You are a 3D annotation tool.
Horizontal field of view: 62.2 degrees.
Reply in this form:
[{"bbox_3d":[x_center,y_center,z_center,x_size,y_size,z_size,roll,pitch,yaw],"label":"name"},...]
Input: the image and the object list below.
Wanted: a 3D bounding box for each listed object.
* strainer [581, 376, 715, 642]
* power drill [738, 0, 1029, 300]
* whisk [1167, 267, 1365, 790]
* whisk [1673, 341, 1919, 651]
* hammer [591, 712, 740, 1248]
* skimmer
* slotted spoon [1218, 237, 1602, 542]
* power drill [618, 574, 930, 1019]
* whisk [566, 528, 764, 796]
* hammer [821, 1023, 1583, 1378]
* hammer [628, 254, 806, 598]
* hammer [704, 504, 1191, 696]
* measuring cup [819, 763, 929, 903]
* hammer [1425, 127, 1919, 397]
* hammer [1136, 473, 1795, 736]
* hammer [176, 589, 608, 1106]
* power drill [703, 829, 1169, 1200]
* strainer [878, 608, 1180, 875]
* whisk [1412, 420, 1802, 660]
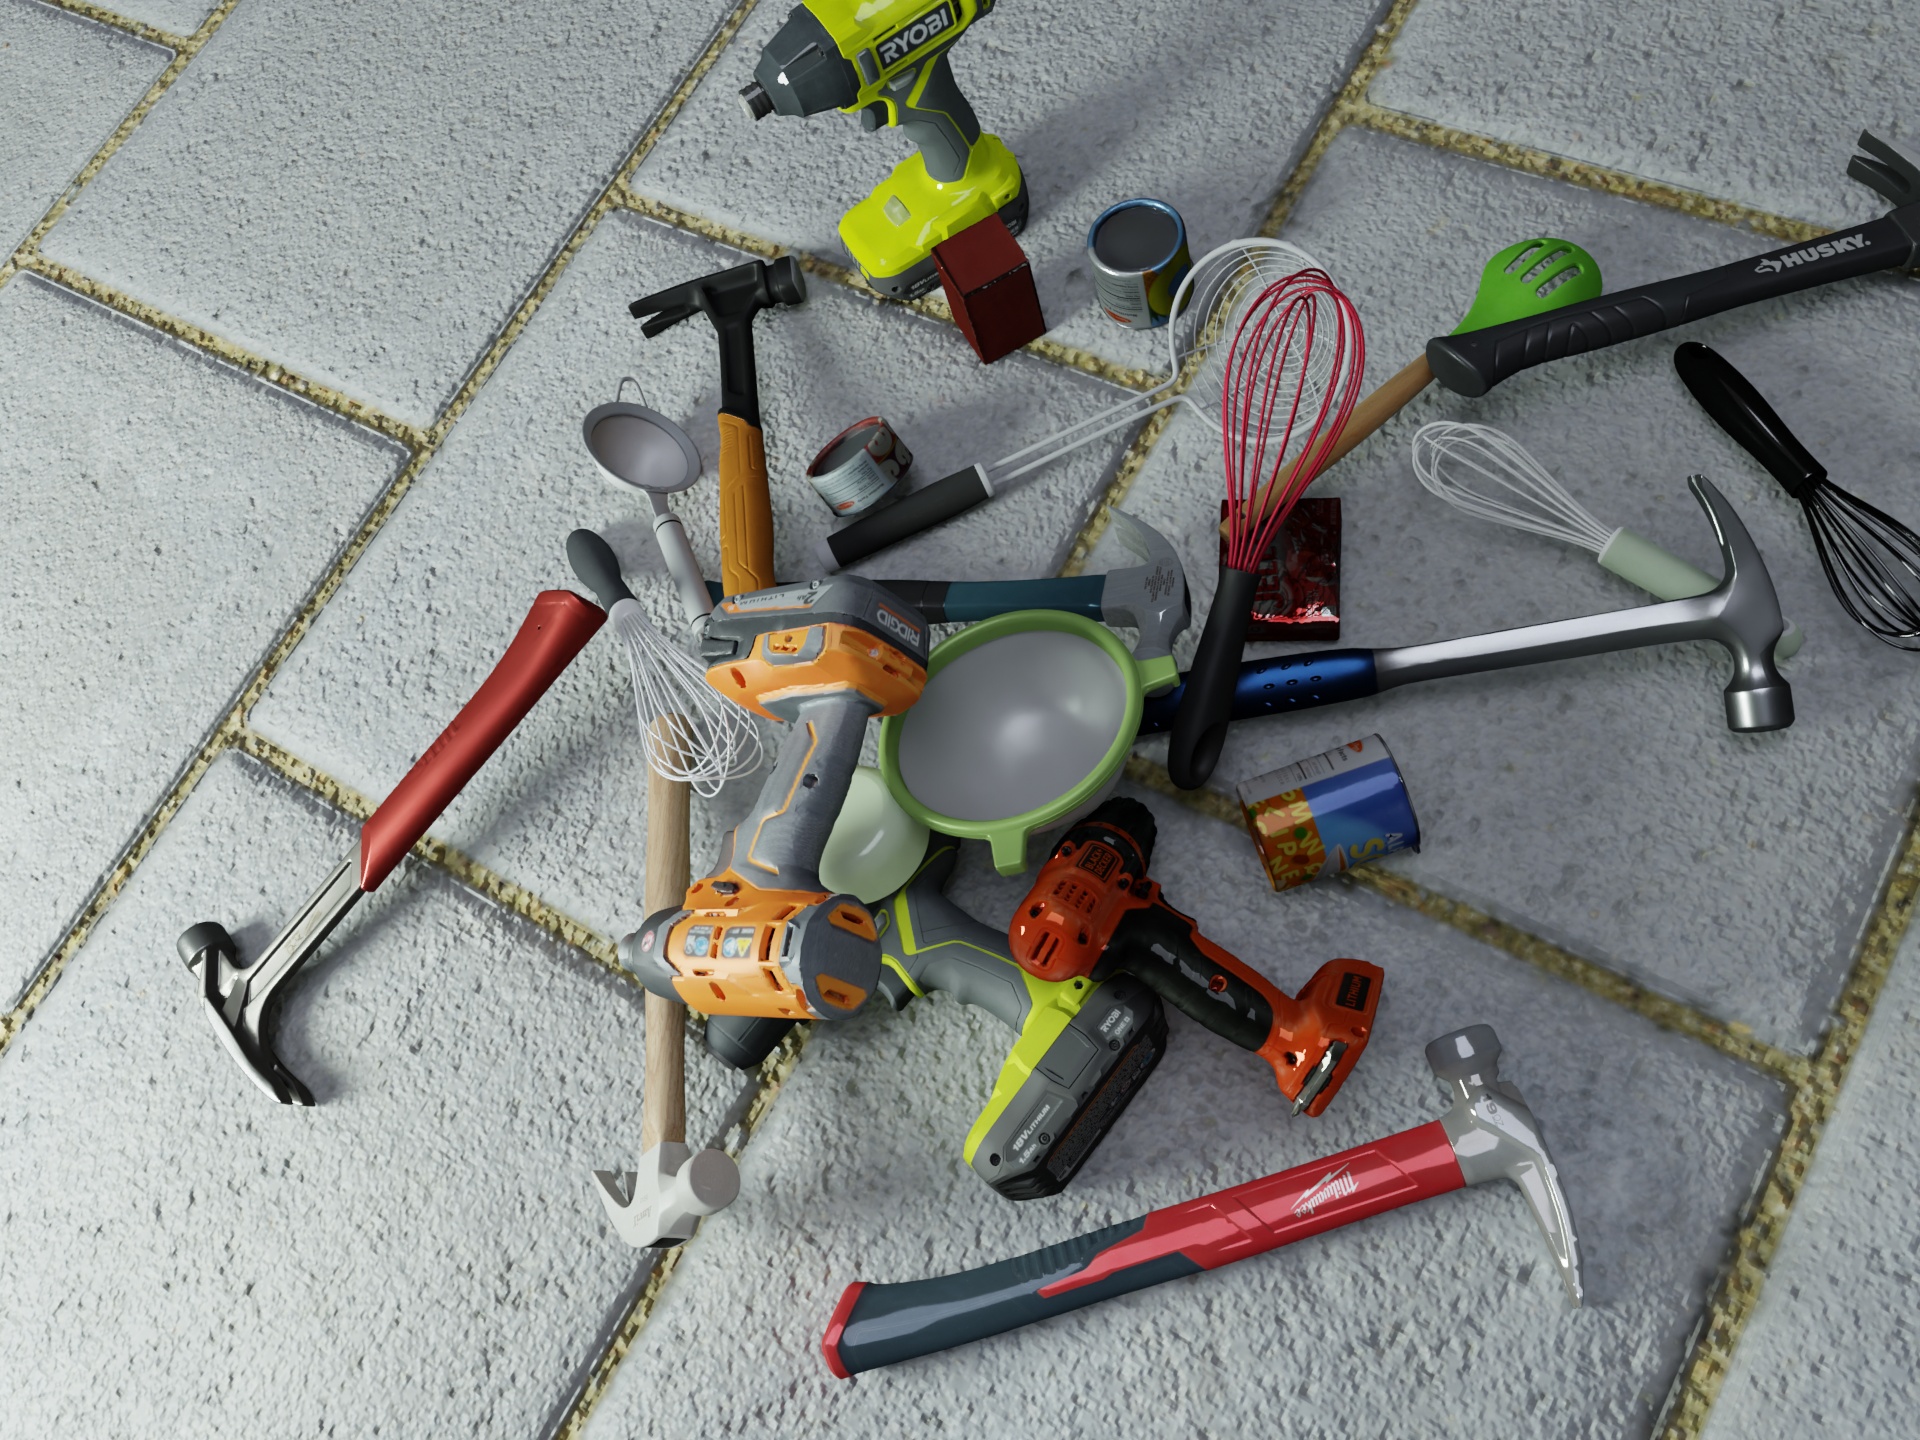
[{"bbox_3d":[-0.200,-0.133,1.064,0.050,0.086,0.259,-58,44,36],"label":"strainer"},{"bbox_3d":[-0.044,-0.391,1.053,0.171,0.223,0.080,-34,63,-2],"label":"power drill"},{"bbox_3d":[0.162,-0.102,0.884,0.073,0.073,0.296,17,100,20],"label":"whisk"},{"bbox_3d":[0.483,-0.135,0.913,0.055,0.055,0.239,-26,59,2],"label":"whisk"},{"bbox_3d":[-0.174,0.142,0.935,0.130,0.031,0.332,-43,42,42],"label":"hammer"},{"bbox_3d":[0.069,-0.182,1.008,0.363,0.090,0.127,-25,93,5],"label":"skimmer"},{"bbox_3d":[0.279,-0.208,0.985,0.314,0.031,0.070,-39,64,-10],"label":"slotted spoon"},{"bbox_3d":[-0.105,0.045,0.849,0.164,0.084,0.227,-6,64,37],"label":"power drill"},{"bbox_3d":[-0.200,-0.048,1.014,0.070,0.070,0.285,-36,47,-3],"label":"whisk"},{"bbox_3d":[0.116,0.285,0.823,0.386,0.038,0.143,-20,65,5],"label":"hammer"},{"bbox_3d":[-0.155,-0.180,1.069,0.127,0.034,0.337,-14,56,7],"label":"hammer"},{"bbox_3d":[-0.019,-0.073,0.992,0.331,0.033,0.128,0,54,22],"label":"hammer"},{"bbox_3d":[-0.071,0.028,0.918,0.083,0.038,0.168,-26,52,8],"label":"measuring cup"},{"bbox_3d":[0.446,-0.261,0.956,0.335,0.035,0.146,-15,59,1],"label":"hammer"},{"bbox_3d":[0.248,-0.036,0.912,0.405,0.035,0.144,-9,93,14],"label":"hammer"},{"bbox_3d":[-0.345,0.066,1.000,0.359,0.036,0.149,-49,64,3],"label":"hammer"},{"bbox_3d":[-0.019,0.161,0.890,0.229,0.080,0.190,33,77,27],"label":"power drill"},{"bbox_3d":[-0.001,-0.003,0.916,0.257,0.069,0.151,27,68,39],"label":"strainer"},{"bbox_3d":[0.371,-0.105,0.926,0.246,0.059,0.058,35,62,20],"label":"whisk"}]
